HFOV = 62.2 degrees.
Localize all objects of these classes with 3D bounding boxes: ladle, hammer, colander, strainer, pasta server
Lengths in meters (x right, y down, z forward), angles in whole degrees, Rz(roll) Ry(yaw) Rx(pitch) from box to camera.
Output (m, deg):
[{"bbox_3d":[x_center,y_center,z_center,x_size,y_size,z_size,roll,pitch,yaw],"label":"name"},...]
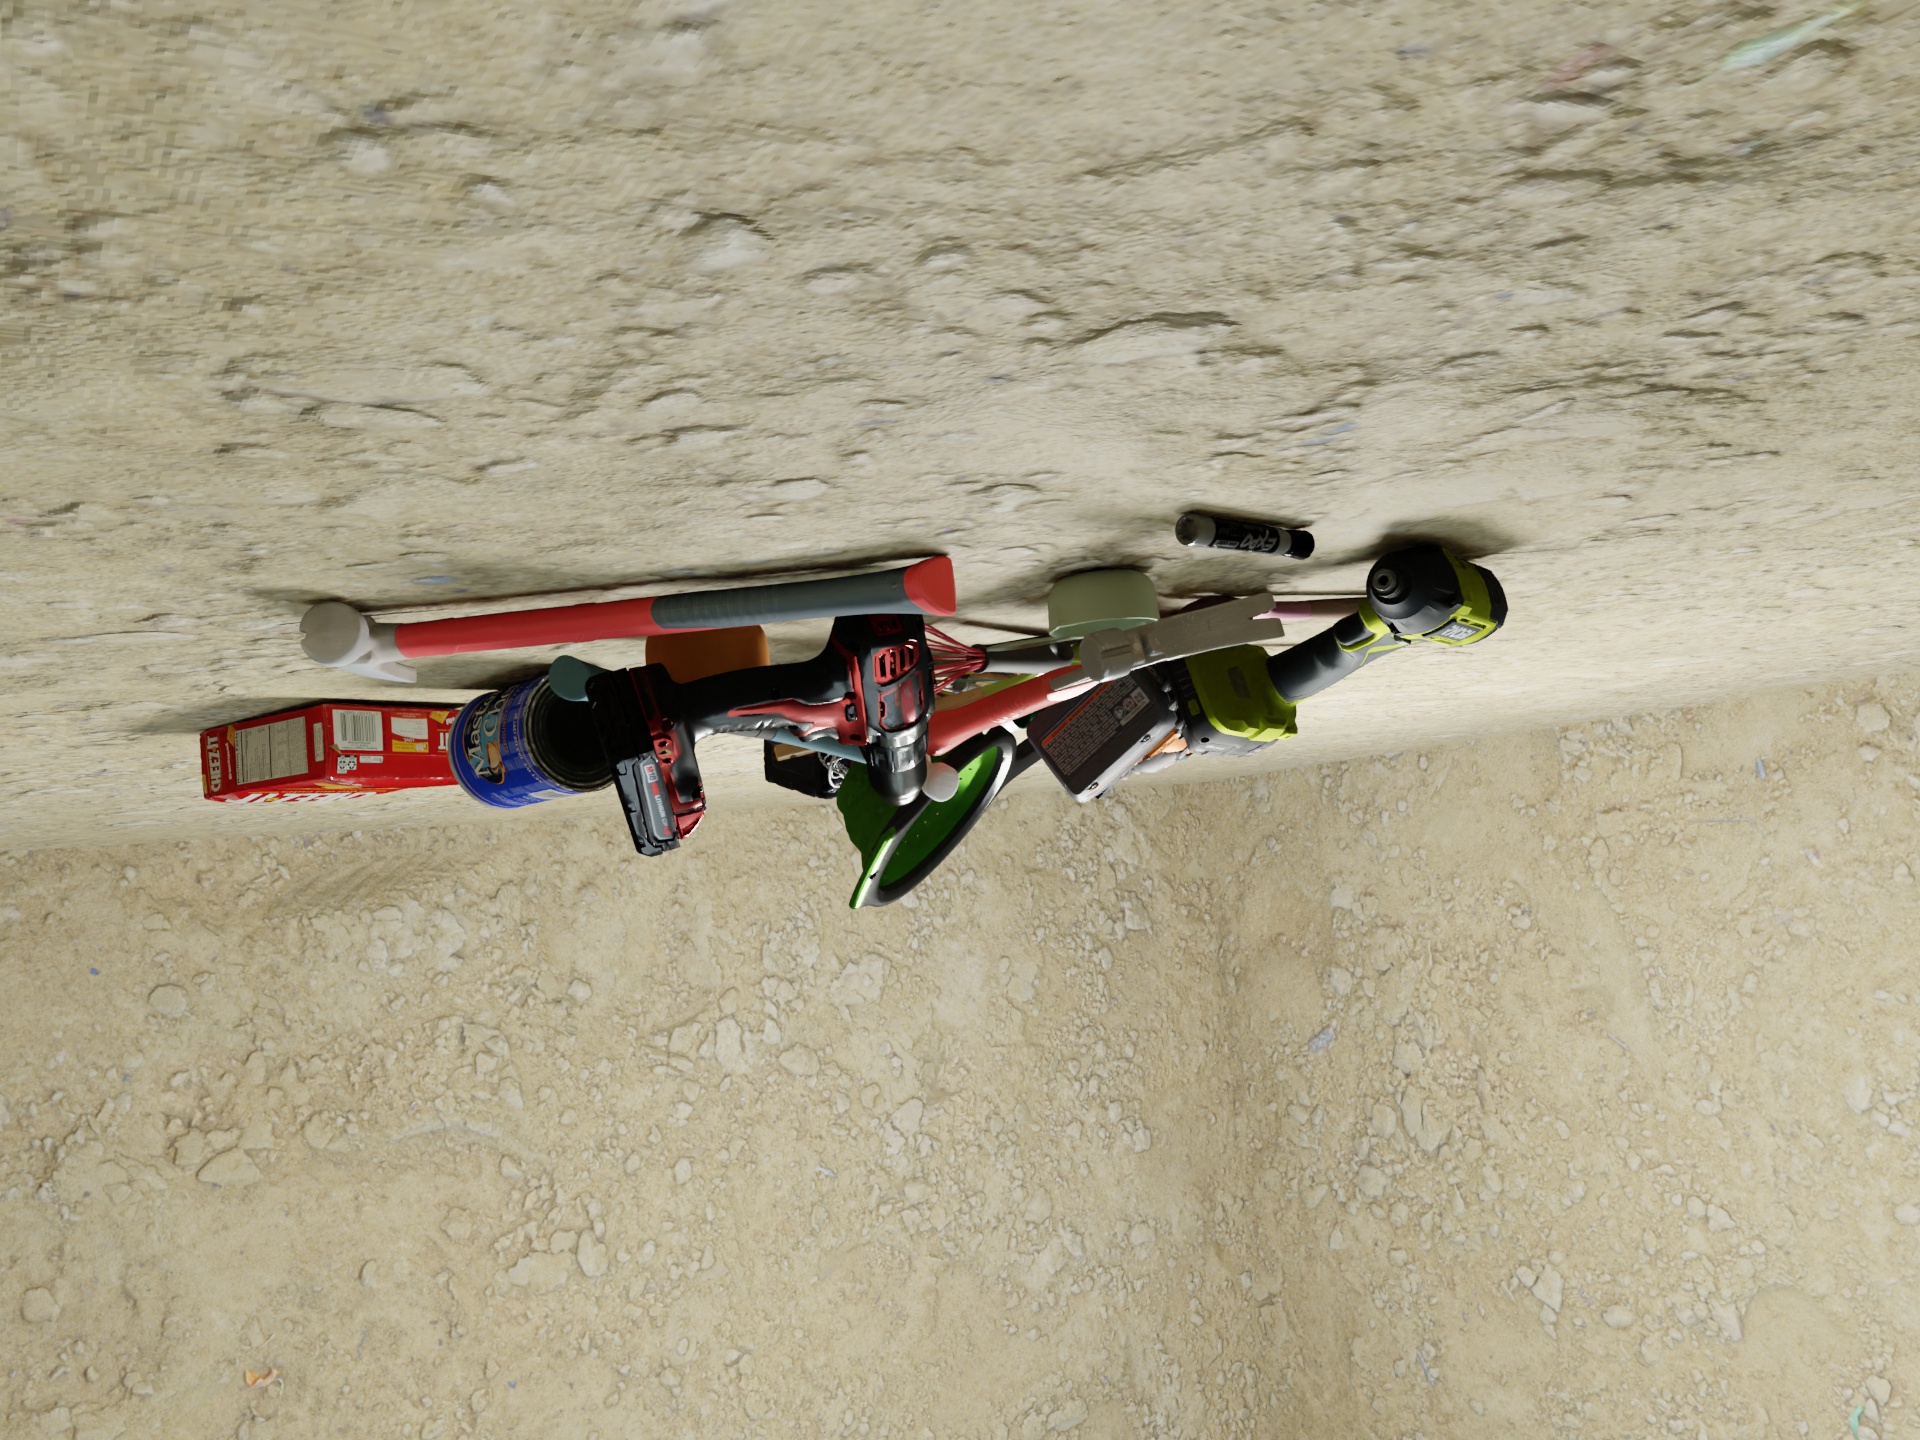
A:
[{"bbox_3d":[-0.002,-0.004,1.374,0.320,0.062,0.078,-16,155,-6],"label":"ladle"},{"bbox_3d":[0.069,-0.024,1.151,0.149,0.037,0.359,-14,176,-29],"label":"hammer"},{"bbox_3d":[-0.195,-0.063,0.997,0.386,0.038,0.143,-5,175,2],"label":"hammer"},{"bbox_3d":[-0.001,0.036,1.531,0.397,0.094,0.204,-33,157,-47],"label":"colander"},{"bbox_3d":[0.028,-0.019,1.623,0.087,0.050,0.258,-23,167,13],"label":"strainer"},{"bbox_3d":[-0.160,0.002,1.232,0.330,0.033,0.128,16,-173,-39],"label":"hammer"},{"bbox_3d":[0.080,-0.031,1.620,0.069,0.031,0.315,-19,167,26],"label":"ladle"},{"bbox_3d":[0.298,-0.081,1.259,0.316,0.040,0.060,-4,162,-24],"label":"pasta server"}]

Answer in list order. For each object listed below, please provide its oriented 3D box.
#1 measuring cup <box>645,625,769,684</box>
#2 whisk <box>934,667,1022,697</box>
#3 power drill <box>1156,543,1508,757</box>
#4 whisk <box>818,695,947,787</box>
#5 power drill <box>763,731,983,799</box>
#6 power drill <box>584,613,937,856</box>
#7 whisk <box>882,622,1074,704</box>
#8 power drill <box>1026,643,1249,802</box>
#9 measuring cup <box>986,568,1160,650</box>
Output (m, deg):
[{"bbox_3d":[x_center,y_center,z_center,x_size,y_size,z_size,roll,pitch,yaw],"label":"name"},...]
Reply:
[{"bbox_3d":[-0.150,-0.045,1.150,0.095,0.052,0.173,-11,174,42],"label":"measuring cup"},{"bbox_3d":[-0.024,-0.035,1.432,0.244,0.047,0.051,5,166,-37],"label":"whisk"},{"bbox_3d":[0.261,-0.054,1.140,0.223,0.080,0.171,-29,161,32],"label":"power drill"},{"bbox_3d":[-0.063,0.013,1.593,0.058,0.059,0.246,24,-155,23],"label":"whisk"},{"bbox_3d":[-0.096,0.024,1.700,0.219,0.078,0.143,-7,-166,-43],"label":"power drill"},{"bbox_3d":[-0.123,0.014,1.080,0.226,0.080,0.187,-18,139,-13],"label":"power drill"},{"bbox_3d":[0.001,-0.048,1.237,0.073,0.073,0.295,-10,178,38],"label":"whisk"},{"bbox_3d":[0.149,0.003,1.306,0.164,0.084,0.226,-45,162,27],"label":"power drill"},{"bbox_3d":[0.070,-0.076,1.120,0.083,0.038,0.167,-1,175,-36],"label":"measuring cup"}]
